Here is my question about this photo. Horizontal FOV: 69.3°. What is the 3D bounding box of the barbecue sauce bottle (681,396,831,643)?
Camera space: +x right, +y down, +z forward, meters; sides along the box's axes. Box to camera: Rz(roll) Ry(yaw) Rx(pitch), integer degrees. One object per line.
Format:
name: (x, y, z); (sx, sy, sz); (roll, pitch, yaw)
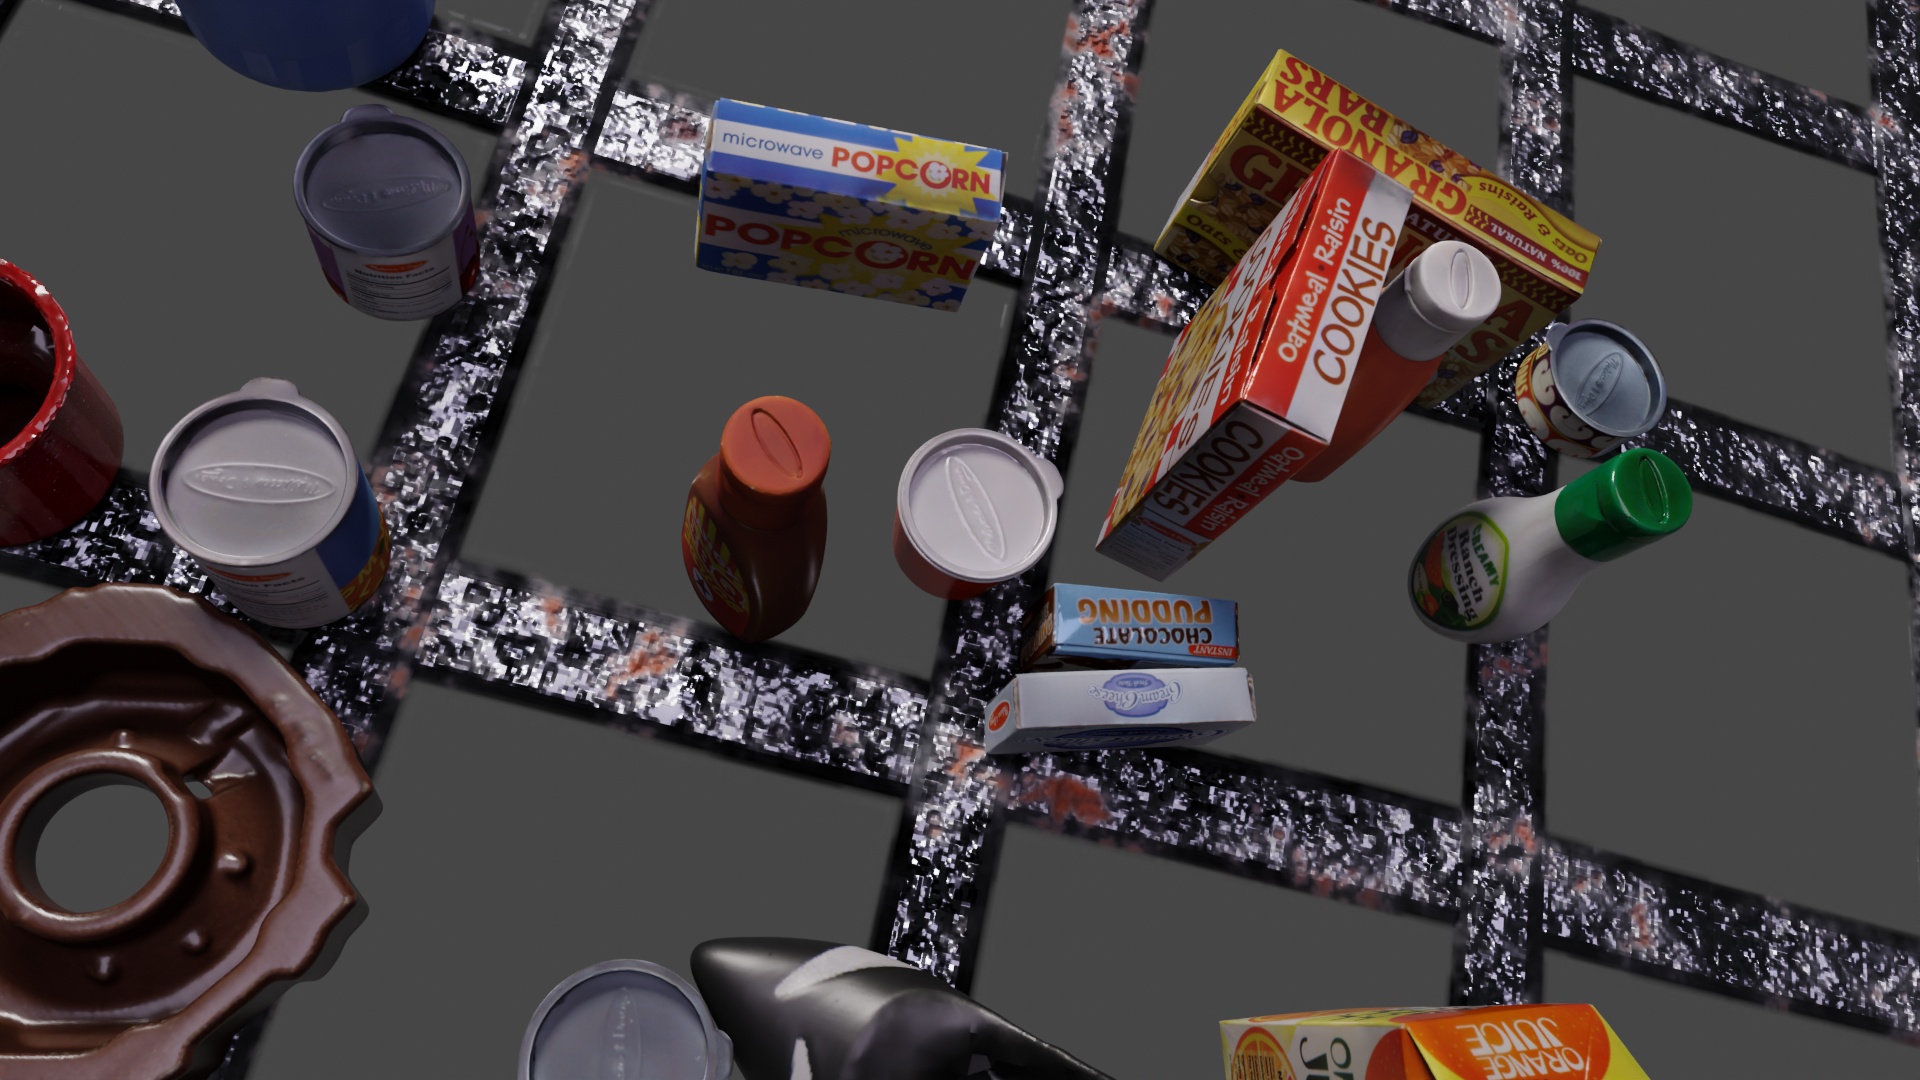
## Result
barbecue sauce bottle: (-0.076, -0.009, 0.525); (0.044, 0.148, 0.065); (-29, 80, -21)

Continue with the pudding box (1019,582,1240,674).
pudding box: (0.072, 0.042, 0.598); (0.084, 0.049, 0.030); (6, 70, -12)

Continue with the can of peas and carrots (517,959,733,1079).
can of peas and carrots: (-0.119, 0.184, 0.494); (0.071, 0.058, 0.071); (4, 70, -12)

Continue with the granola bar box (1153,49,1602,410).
granola bar box: (0.188, -0.138, 0.651); (0.165, 0.123, 0.039); (30, 67, -2)

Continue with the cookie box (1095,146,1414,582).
cookie box: (0.117, -0.066, 0.584); (0.040, 0.166, 0.123); (25, 67, -4)

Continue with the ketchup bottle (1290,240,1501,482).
ketchup bottle: (0.180, -0.079, 0.614); (0.043, 0.148, 0.065); (12, 69, -10)

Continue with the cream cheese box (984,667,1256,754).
cream cheese box: (0.065, 0.072, 0.583); (0.104, 0.053, 0.024); (0, 71, -14)

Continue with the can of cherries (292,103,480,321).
can of cherries: (-0.237, -0.136, 0.580); (0.071, 0.058, 0.071); (4, 70, -12)

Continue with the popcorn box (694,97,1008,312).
popcorn box: (-0.051, -0.146, 0.615); (0.127, 0.085, 0.038); (7, 70, -11)

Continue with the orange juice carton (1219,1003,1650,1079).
orange juice carton: (0.164, 0.202, 0.485); (0.072, 0.192, 0.073); (0, 71, -14)

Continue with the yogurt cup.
yogurt cup: (0.002, -0.007, 0.596); (0.072, 0.053, 0.072); (4, 70, -12)

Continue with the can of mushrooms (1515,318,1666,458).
can of mushrooms: (0.320, -0.079, 0.712); (0.071, 0.033, 0.071); (4, 70, -12)

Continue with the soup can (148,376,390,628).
soup can: (-0.252, -0.011, 0.518); (0.071, 0.083, 0.071); (4, 70, -12)

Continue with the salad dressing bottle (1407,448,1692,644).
salad dressing bottle: (0.251, 0.003, 0.603); (0.044, 0.147, 0.064); (-1, 72, -14)
